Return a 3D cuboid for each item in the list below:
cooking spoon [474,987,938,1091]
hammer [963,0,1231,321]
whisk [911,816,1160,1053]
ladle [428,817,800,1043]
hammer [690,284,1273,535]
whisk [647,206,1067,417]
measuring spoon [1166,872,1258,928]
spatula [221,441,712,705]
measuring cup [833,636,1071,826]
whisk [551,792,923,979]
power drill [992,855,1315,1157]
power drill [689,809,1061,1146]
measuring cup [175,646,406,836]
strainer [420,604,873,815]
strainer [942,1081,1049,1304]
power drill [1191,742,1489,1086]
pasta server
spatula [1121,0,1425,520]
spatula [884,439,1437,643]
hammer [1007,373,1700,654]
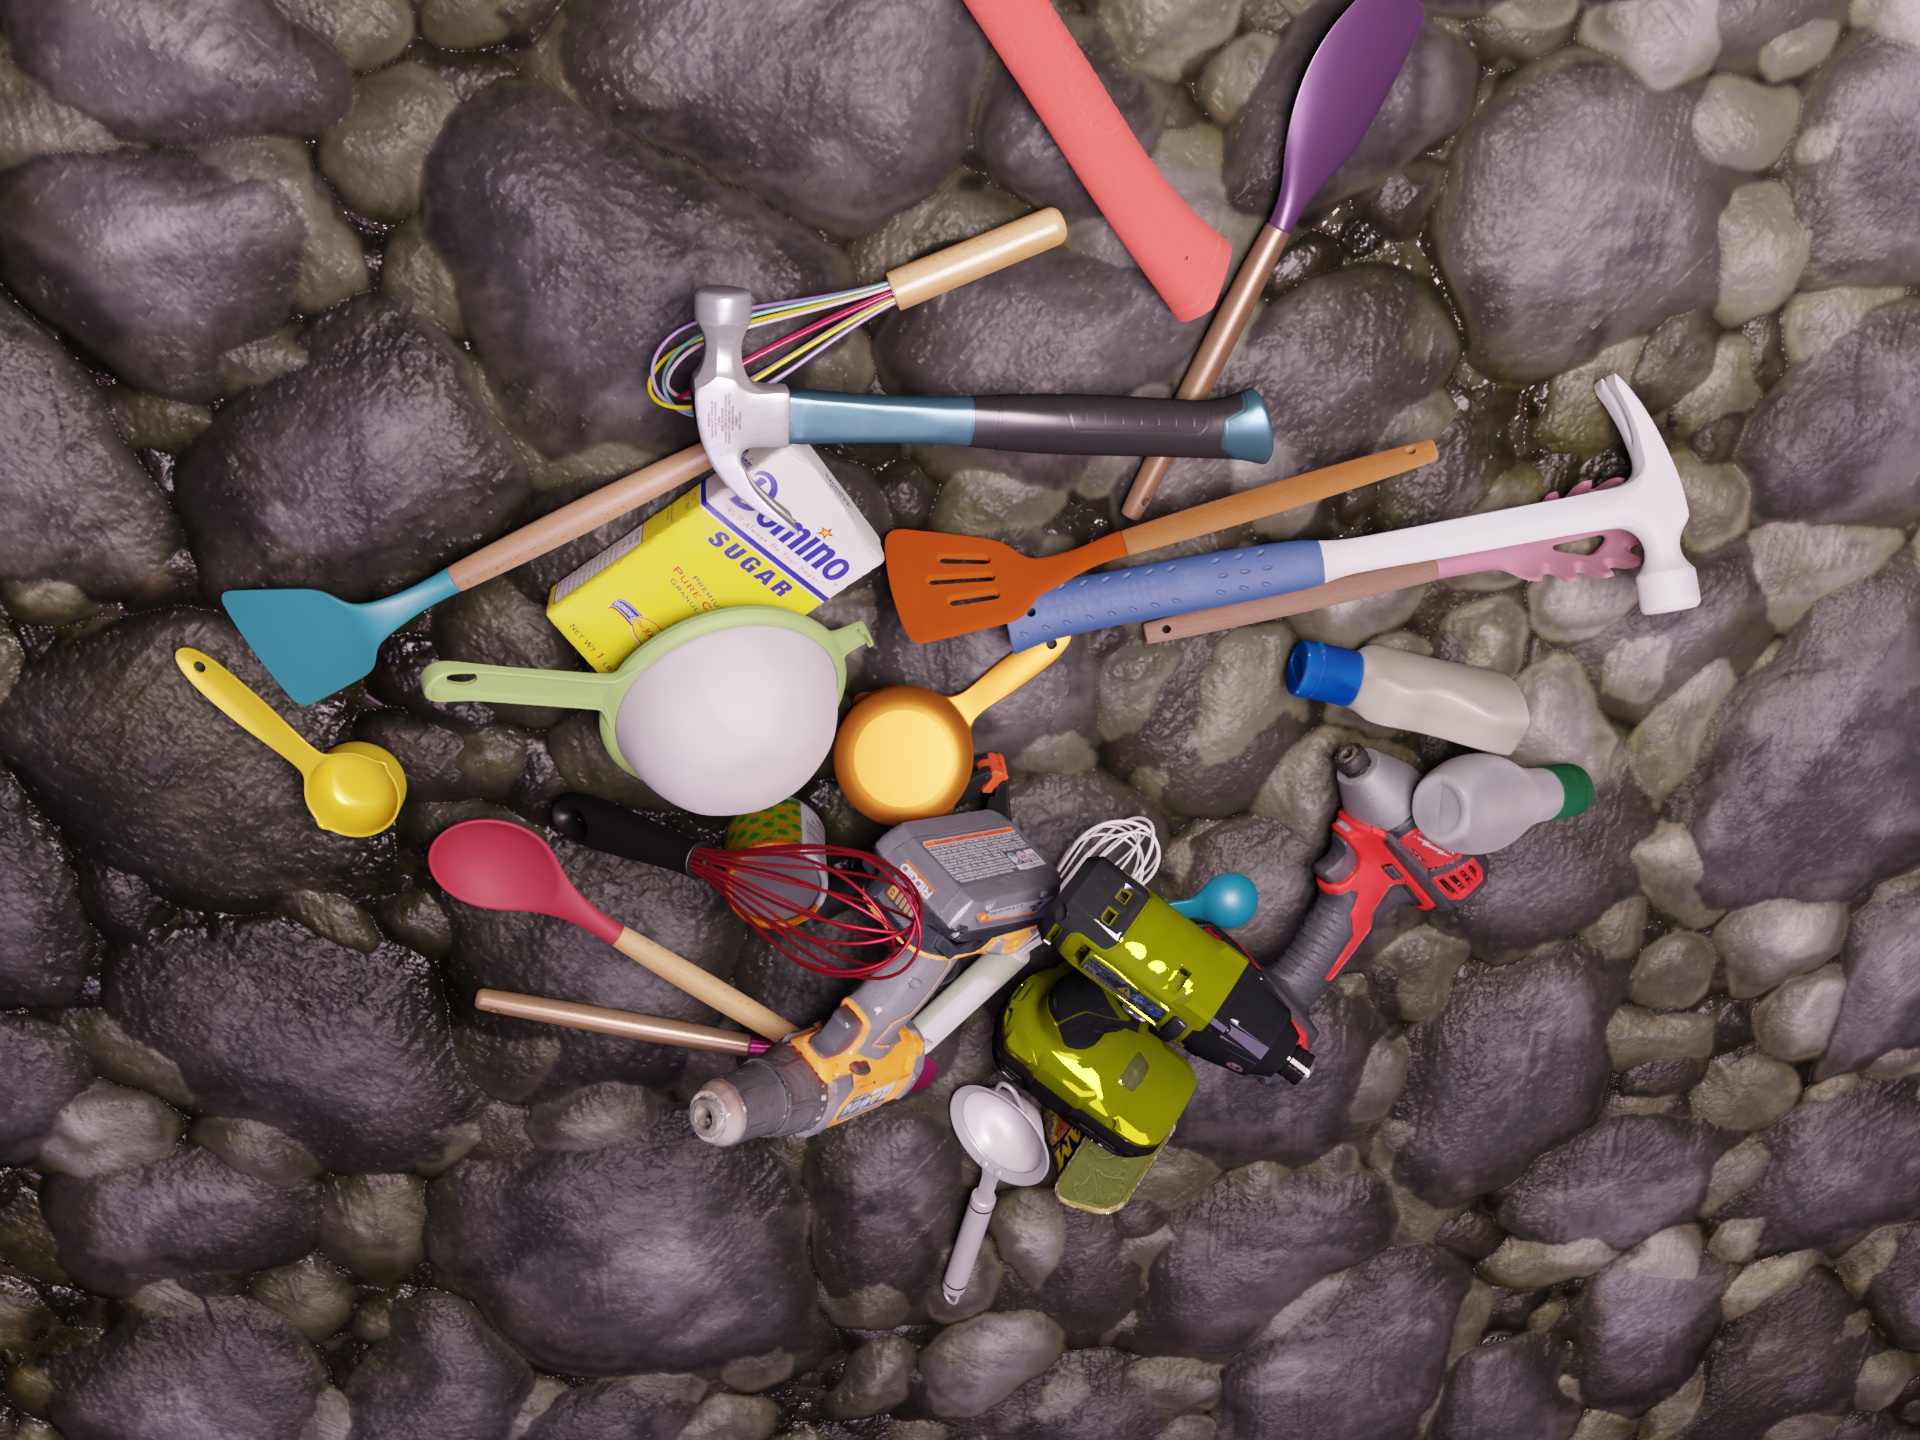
[{"bbox_3d":[-0.171,0.219,1.092,0.318,0.017,0.068,13,137,-11],"label":"cooking spoon"},{"bbox_3d":[0.023,-0.351,0.814,0.149,0.037,0.358,-35,116,11],"label":"hammer"},{"bbox_3d":[0.044,0.150,1.075,0.057,0.059,0.246,34,113,-25],"label":"whisk"},{"bbox_3d":[-0.201,0.153,1.040,0.315,0.031,0.069,35,111,-17],"label":"ladle"},{"bbox_3d":[0.019,-0.166,0.875,0.331,0.033,0.128,-1,116,-14],"label":"hammer"},{"bbox_3d":[-0.056,-0.222,0.869,0.245,0.047,0.051,-22,117,0],"label":"whisk"},{"bbox_3d":[0.145,0.139,1.095,0.128,0.021,0.042,-14,118,-2],"label":"measuring spoon"},{"bbox_3d":[-0.269,-0.098,0.917,0.317,0.044,0.082,-25,118,1],"label":"spatula"},{"bbox_3d":[-0.002,-0.003,0.973,0.173,0.052,0.095,-37,92,2],"label":"measuring cup"},{"bbox_3d":[-0.137,0.085,0.922,0.296,0.073,0.073,14,125,35],"label":"whisk"},{"bbox_3d":[0.110,0.187,0.975,0.171,0.080,0.223,36,151,8],"label":"power drill"},{"bbox_3d":[-0.057,0.166,0.967,0.185,0.084,0.226,-4,134,-55],"label":"power drill"},{"bbox_3d":[-0.401,0.007,0.955,0.062,0.029,0.156,-42,106,15],"label":"measuring cup"},{"bbox_3d":[-0.171,0.004,0.896,0.256,0.069,0.151,5,133,-37],"label":"strainer"},{"bbox_3d":[0.018,0.348,1.179,0.087,0.050,0.258,31,125,24],"label":"strainer"},{"bbox_3d":[0.236,0.122,1.056,0.219,0.079,0.143,-44,116,1],"label":"power drill"},{"bbox_3d":[0.269,-0.089,0.984,0.316,0.040,0.060,-13,89,1],"label":"pasta server"},{"bbox_3d":[0.164,-0.253,0.893,0.059,0.018,0.315,8,119,-36],"label":"spatula"},{"bbox_3d":[0.117,-0.114,0.924,0.322,0.081,0.041,-16,151,6],"label":"spatula"},{"bbox_3d":[0.226,-0.103,0.954,0.405,0.035,0.144,-10,90,3],"label":"hammer"}]
